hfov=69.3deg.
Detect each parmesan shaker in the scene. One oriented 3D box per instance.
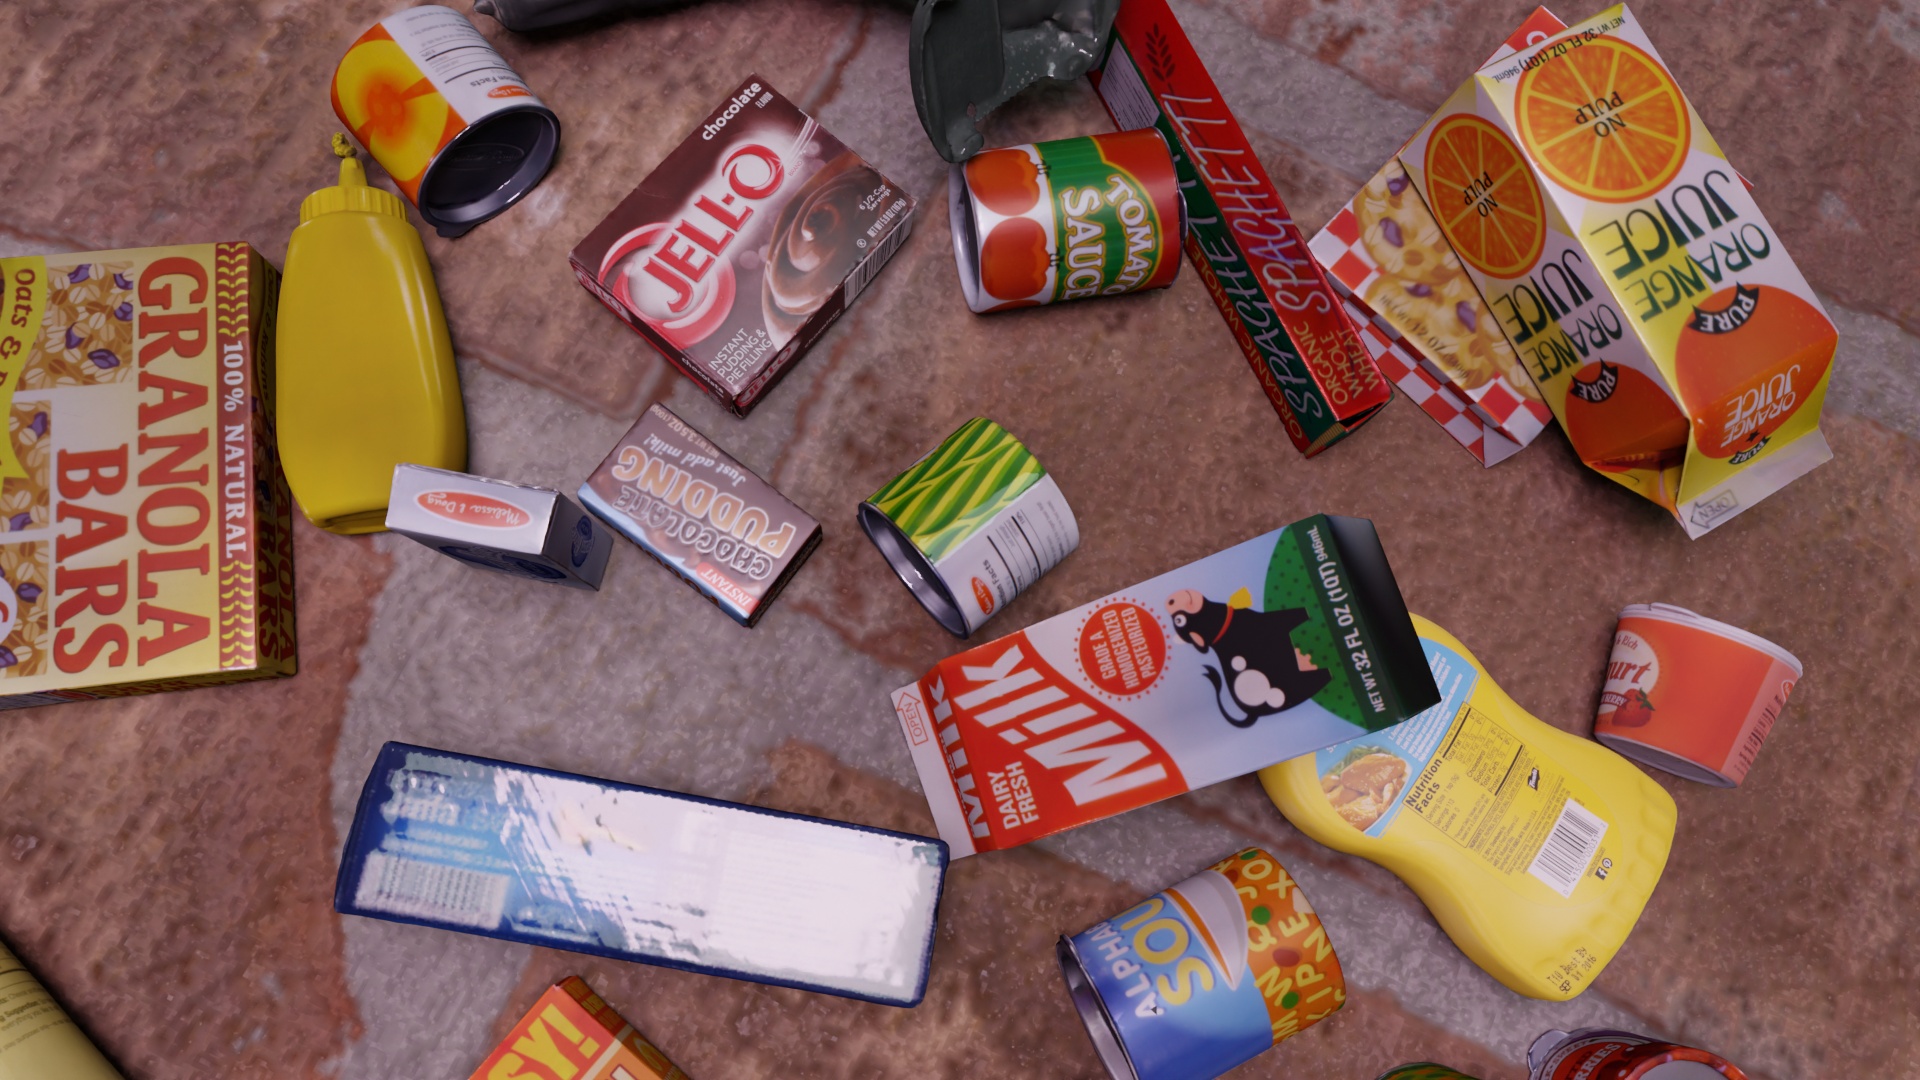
[{"bbox_3d":[-0.338,0.169,0.455,0.071,0.071,0.103,-44,85,-13],"label":"parmesan shaker"}]

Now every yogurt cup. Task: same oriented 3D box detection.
[{"bbox_3d":[0.288,0.063,0.551,0.072,0.072,0.054,24,84,0],"label":"yogurt cup"}]

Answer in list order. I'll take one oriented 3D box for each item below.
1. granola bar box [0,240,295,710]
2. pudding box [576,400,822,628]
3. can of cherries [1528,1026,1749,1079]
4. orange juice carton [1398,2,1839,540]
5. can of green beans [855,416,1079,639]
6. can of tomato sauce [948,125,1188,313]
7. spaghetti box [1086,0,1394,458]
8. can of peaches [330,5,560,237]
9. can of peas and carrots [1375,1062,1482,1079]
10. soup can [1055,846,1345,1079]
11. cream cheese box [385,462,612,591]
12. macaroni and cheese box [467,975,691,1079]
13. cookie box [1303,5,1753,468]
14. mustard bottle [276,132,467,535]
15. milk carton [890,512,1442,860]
[{"bbox_3d":[-0.321,-0.024,0.519,0.124,0.039,0.166,-6,77,-7],"label":"granola bar box"},{"bbox_3d":[-0.101,-0.009,0.543,0.084,0.030,0.050,37,77,3],"label":"pudding box"},{"bbox_3d":[0.251,0.216,0.512,0.071,0.058,0.071,1,77,-6],"label":"can of cherries"},{"bbox_3d":[0.260,-0.100,0.539,0.072,0.073,0.193,-27,83,-10],"label":"orange juice carton"},{"bbox_3d":[0.003,-0.005,0.535,0.058,0.071,0.071,-39,84,-13],"label":"can of green beans"},{"bbox_3d":[0.042,-0.129,0.567,0.083,0.071,0.071,-9,78,-7],"label":"can of tomato sauce"},{"bbox_3d":[0.104,-0.152,0.589,0.029,0.050,0.250,-26,81,-10],"label":"spaghetti box"},{"bbox_3d":[-0.205,-0.166,0.553,0.071,0.071,0.058,-40,84,-13],"label":"can of peaches"},{"bbox_3d":[0.179,0.228,0.502,0.071,0.058,0.071,1,76,-6],"label":"can of peas and carrots"},{"bbox_3d":[0.085,0.156,0.504,0.084,0.071,0.071,-24,81,-11],"label":"soup can"},{"bbox_3d":[-0.162,-0.003,0.498,0.053,0.103,0.024,11,81,-2],"label":"cream cheese box"},{"bbox_3d":[-0.118,0.253,0.475,0.166,0.040,0.124,41,76,4],"label":"macaroni and cheese box"},{"bbox_3d":[0.241,-0.133,0.604,0.123,0.040,0.168,44,77,5],"label":"cookie box"},{"bbox_3d":[-0.230,-0.084,0.538,0.065,0.048,0.160,-8,77,-8],"label":"mustard bottle"},{"bbox_3d":[0.063,0.057,0.499,0.190,0.073,0.072,-24,78,25],"label":"milk carton"}]
